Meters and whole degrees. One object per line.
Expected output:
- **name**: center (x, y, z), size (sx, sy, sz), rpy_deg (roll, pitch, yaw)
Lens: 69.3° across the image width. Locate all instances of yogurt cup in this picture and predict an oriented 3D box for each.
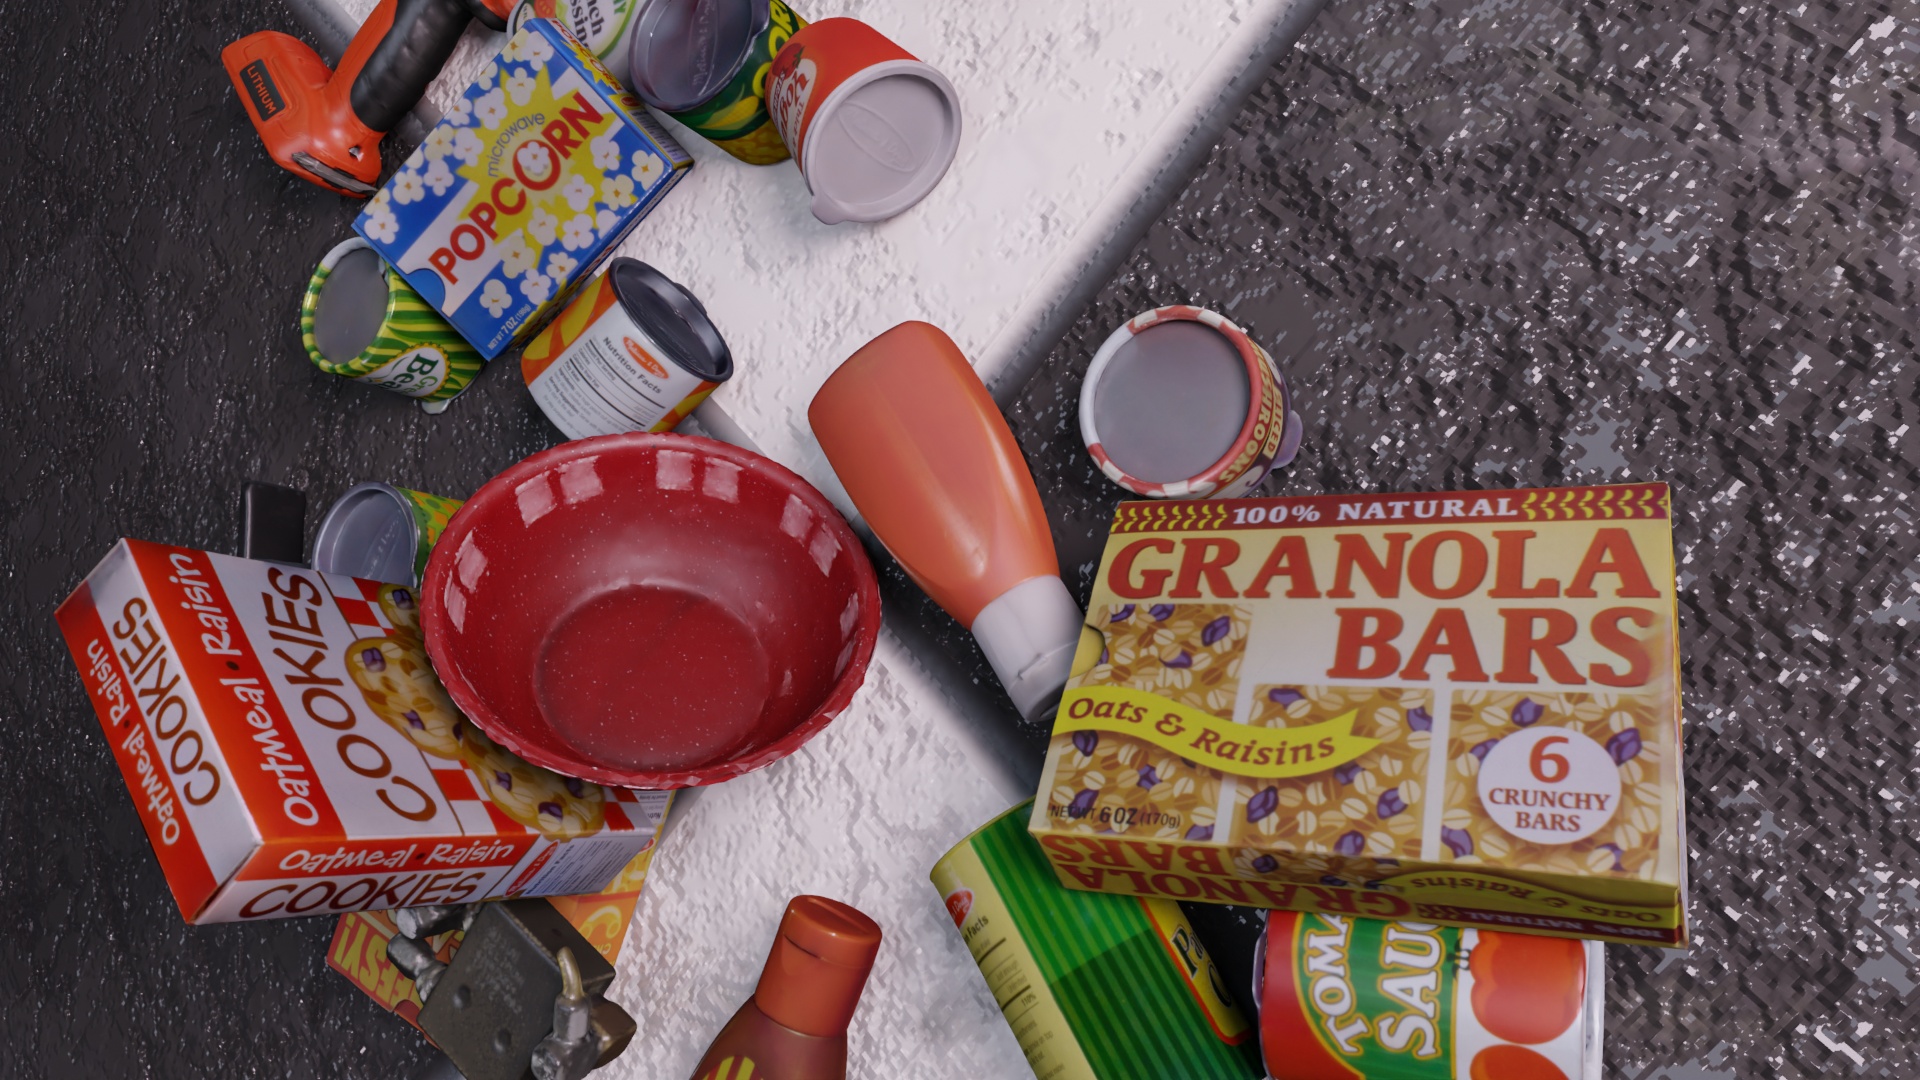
- **yogurt cup**: center (-0.041, -0.167, 0.542), size (0.072, 0.072, 0.054), rpy_deg (-46, 55, 14)

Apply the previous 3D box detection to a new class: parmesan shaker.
- **parmesan shaker**: center (0.043, 0.136, 0.439), size (0.071, 0.071, 0.103), rpy_deg (-39, 66, 18)

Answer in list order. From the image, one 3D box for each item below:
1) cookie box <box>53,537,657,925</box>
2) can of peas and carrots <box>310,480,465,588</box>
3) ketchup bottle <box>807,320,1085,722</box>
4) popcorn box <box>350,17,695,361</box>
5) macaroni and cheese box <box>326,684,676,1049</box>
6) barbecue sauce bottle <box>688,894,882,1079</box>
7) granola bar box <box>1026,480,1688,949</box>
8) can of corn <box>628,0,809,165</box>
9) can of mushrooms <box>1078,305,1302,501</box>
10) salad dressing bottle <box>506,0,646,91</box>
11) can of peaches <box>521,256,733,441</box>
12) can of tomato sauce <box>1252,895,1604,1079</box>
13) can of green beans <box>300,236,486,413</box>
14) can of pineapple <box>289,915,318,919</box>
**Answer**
- **cookie box**: center (-0.199, 0.067, 0.476), size (0.040, 0.167, 0.123), rpy_deg (-47, 63, 12)
- **can of peas and carrots**: center (-0.242, 0.012, 0.621), size (0.071, 0.059, 0.071), rpy_deg (-5, 79, 28)
- **ketchup bottle**: center (0.002, -0.006, 0.498), size (0.064, 0.043, 0.149), rpy_deg (-39, 65, 18)
- **popcorn box**: center (-0.192, -0.154, 0.614), size (0.126, 0.038, 0.085), rpy_deg (-41, 99, 16)
- **macaroni and cheese box**: center (-0.189, 0.124, 0.580), size (0.124, 0.040, 0.166), rpy_deg (19, 90, 29)
- **barbecue sauce bottle**: center (-0.071, 0.203, 0.499), size (0.065, 0.043, 0.148), rpy_deg (22, 91, 30)
- **granola bar box**: center (0.113, 0.043, 0.397), size (0.165, 0.039, 0.125), rpy_deg (-2, 50, 27)
- **can of corn**: center (-0.091, -0.198, 0.578), size (0.071, 0.058, 0.071), rpy_deg (-6, 78, 28)
- **can of mushrooms**: center (0.077, -0.044, 0.470), size (0.071, 0.033, 0.071), rpy_deg (-6, 77, 28)
- **salad dressing bottle**: center (-0.133, -0.243, 0.617), size (0.147, 0.044, 0.064), rpy_deg (-15, 79, 26)
- **can of peaches**: center (-0.138, -0.074, 0.577), size (0.058, 0.071, 0.071), rpy_deg (-39, 65, 18)
- **can of tomato sauce**: center (0.132, 0.124, 0.387), size (0.083, 0.071, 0.071), rpy_deg (0, 81, 29)
- **can of green beans**: center (-0.266, -0.103, 0.656), size (0.071, 0.058, 0.071), rpy_deg (-6, 78, 28)
- **can of pineapple**: center (-0.311, 0.133, 0.633), size (0.058, 0.071, 0.071), rpy_deg (2, 82, 29)
